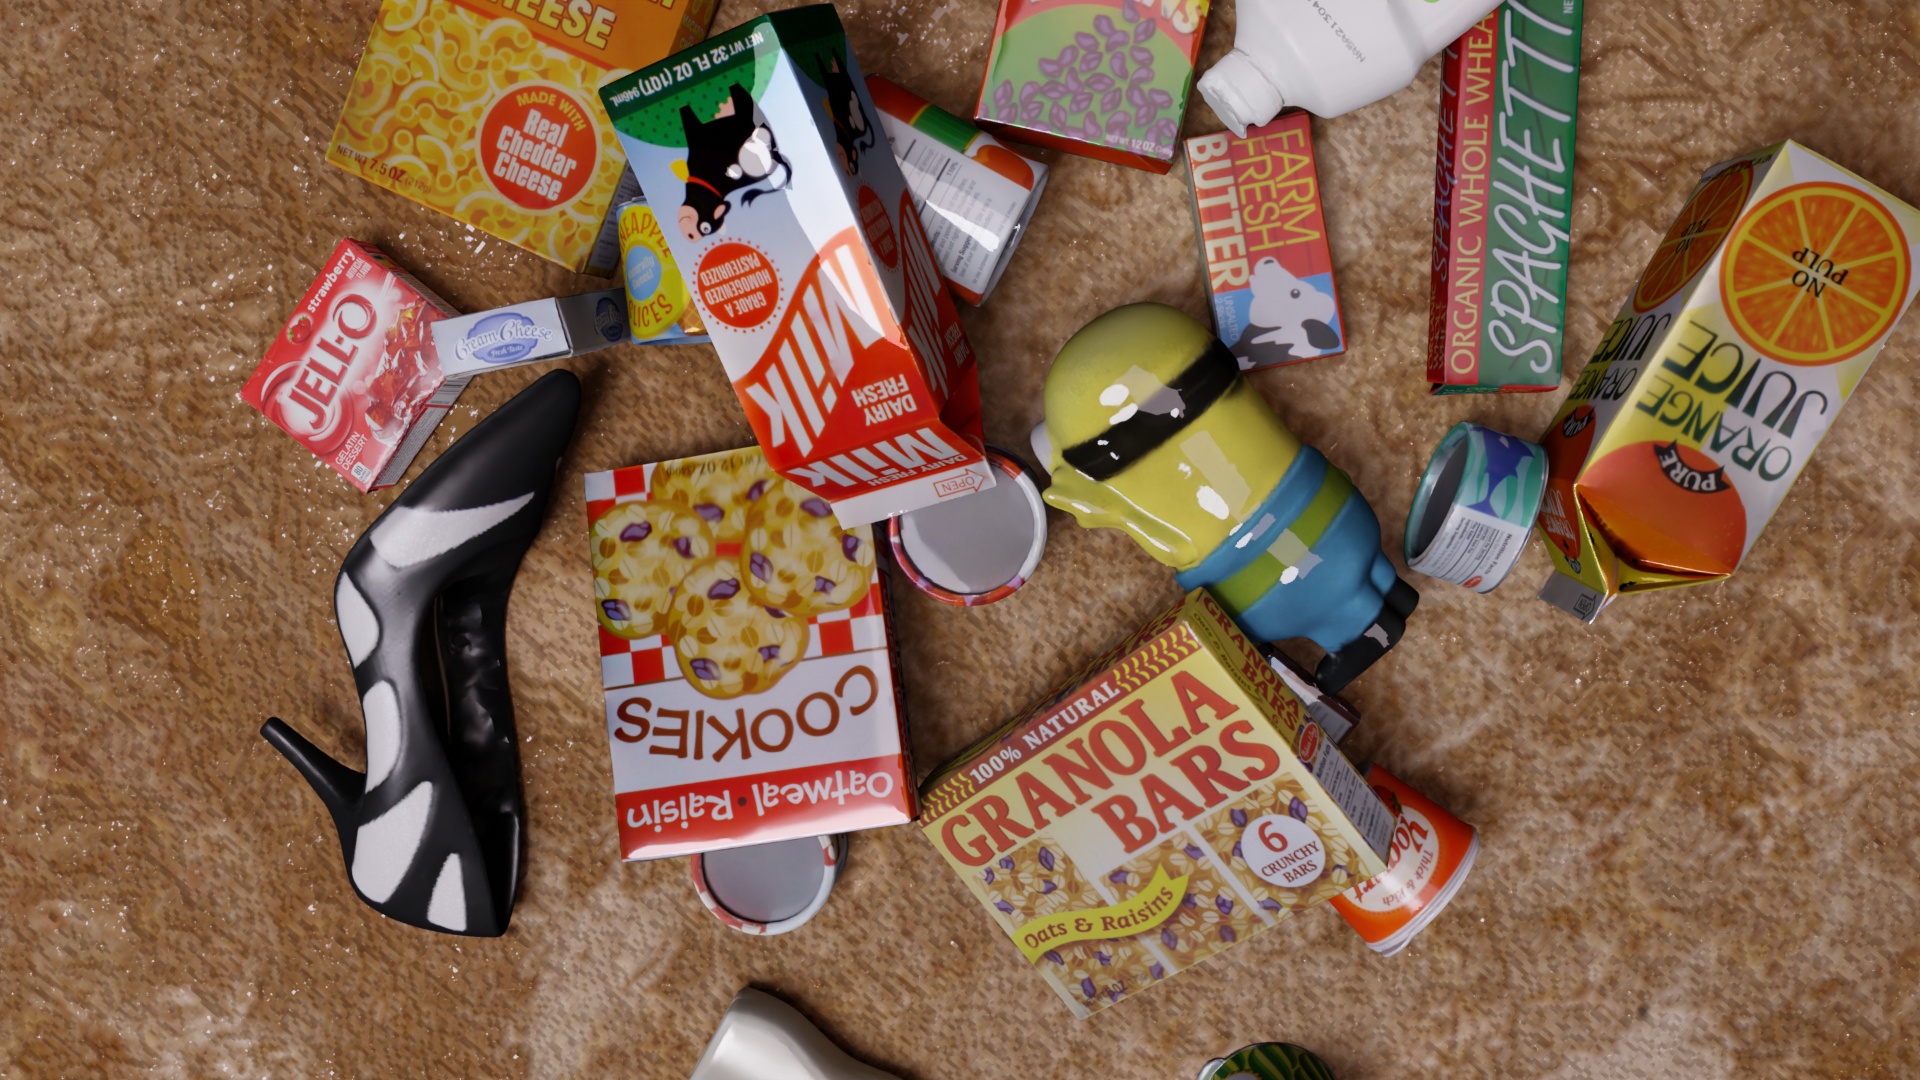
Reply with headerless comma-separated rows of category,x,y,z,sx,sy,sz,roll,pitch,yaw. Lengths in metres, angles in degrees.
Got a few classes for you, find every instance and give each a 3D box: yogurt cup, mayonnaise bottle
yogurt cup,0.177,0.131,0.592,0.054,0.072,0.072,41,98,7
mayonnaise bottle,-0.051,0.267,0.634,0.148,0.041,0.064,30,99,0

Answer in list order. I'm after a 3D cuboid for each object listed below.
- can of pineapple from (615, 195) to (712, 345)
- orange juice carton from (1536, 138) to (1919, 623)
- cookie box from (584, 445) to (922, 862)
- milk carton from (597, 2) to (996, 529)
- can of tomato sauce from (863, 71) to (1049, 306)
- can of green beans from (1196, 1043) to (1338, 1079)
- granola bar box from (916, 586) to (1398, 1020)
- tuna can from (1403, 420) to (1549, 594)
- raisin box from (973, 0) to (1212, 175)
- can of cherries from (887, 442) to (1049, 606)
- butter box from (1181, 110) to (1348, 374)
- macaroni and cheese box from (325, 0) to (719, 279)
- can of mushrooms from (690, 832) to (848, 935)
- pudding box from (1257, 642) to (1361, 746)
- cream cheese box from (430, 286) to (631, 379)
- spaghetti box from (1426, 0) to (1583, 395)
can of pineapple,-0.110,-0.114,0.585,0.071,0.071,0.057,-5,96,5
orange juice carton,0.294,-0.054,0.559,0.073,0.072,0.192,30,97,1
cookie box,-0.089,0.046,0.596,0.123,0.040,0.167,-9,80,5
milk carton,-0.052,-0.096,0.526,0.072,0.074,0.190,-16,109,19
can of tomato sauce,-0.013,-0.145,0.577,0.083,0.071,0.071,28,97,1
can of green beans,0.141,0.265,0.610,0.071,0.058,0.071,0,96,4
granola bar box,0.075,0.113,0.577,0.165,0.039,0.124,-39,91,32
tuna can,0.212,-0.016,0.573,0.033,0.071,0.071,20,97,3
raisin box,0.060,-0.224,0.576,0.086,0.040,0.123,14,96,4
can of cherries,0.002,-0.007,0.592,0.071,0.058,0.071,0,96,4
butter box,0.128,-0.124,0.588,0.053,0.024,0.103,-10,95,6
macaroni and cheese box,-0.181,-0.214,0.595,0.124,0.040,0.166,24,98,2
can of mushrooms,-0.088,0.140,0.627,0.071,0.033,0.071,1,97,5
pudding box,0.128,0.092,0.607,0.049,0.030,0.083,36,97,-1
cream cheese box,-0.170,-0.088,0.575,0.053,0.104,0.024,-10,102,7
spaghetti box,0.226,-0.185,0.572,0.050,0.029,0.249,1,96,5
